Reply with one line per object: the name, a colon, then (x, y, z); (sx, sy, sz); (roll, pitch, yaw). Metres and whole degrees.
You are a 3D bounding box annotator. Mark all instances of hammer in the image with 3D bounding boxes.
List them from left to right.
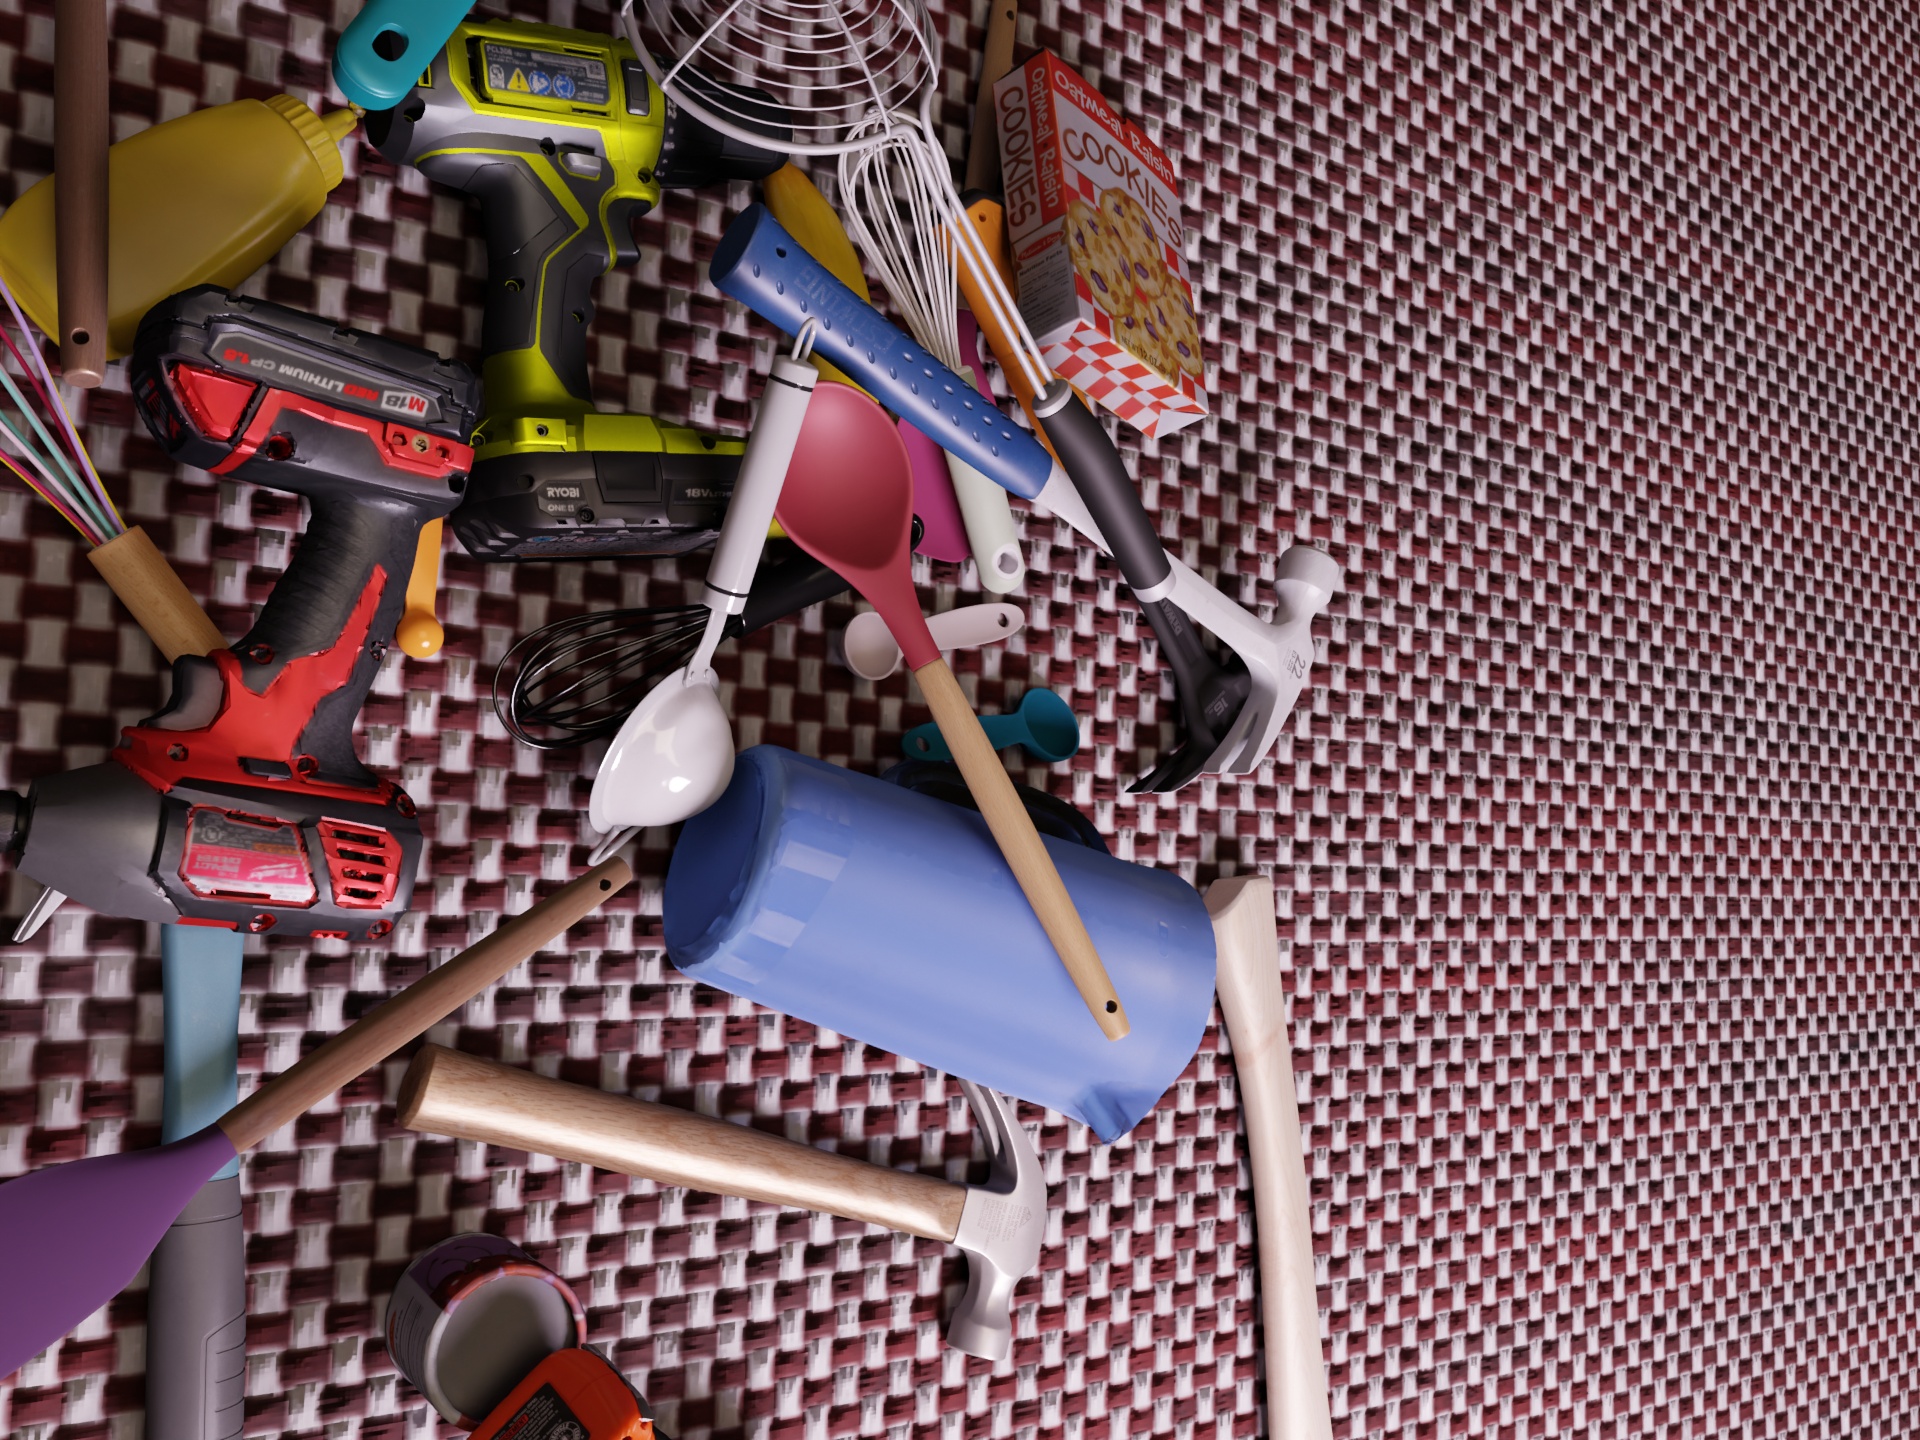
hammer: (-0.287, 0.187, 0.604); (0.128, 0.033, 0.331); (2, 85, -35)
hammer: (-0.094, 0.203, 0.734); (0.331, 0.031, 0.130); (24, 74, -30)
hammer: (0.045, -0.110, 0.788); (0.405, 0.035, 0.144); (31, 70, -33)
hammer: (0.069, -0.122, 0.855); (0.127, 0.034, 0.336); (-43, 113, -31)
hammer: (0.193, 0.294, 0.919); (0.146, 0.038, 0.410); (-5, 89, -36)

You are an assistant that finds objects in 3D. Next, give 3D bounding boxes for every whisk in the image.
whisk: (-0.333, -0.084, 0.591); (0.244, 0.051, 0.047); (60, 43, -21)
whisk: (-0.108, -0.052, 0.737); (0.239, 0.055, 0.055); (-30, 103, -34)
whisk: (-0.009, -0.181, 0.795); (0.058, 0.059, 0.246); (-23, 108, -23)

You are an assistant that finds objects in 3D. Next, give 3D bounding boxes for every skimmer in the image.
skimmer: (-0.008, -0.190, 0.708); (0.127, 0.090, 0.362); (-57, 131, -28)

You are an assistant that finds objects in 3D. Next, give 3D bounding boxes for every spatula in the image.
spatula: (-0.254, 0.139, 0.600); (0.316, 0.018, 0.059); (-35, 106, -32)

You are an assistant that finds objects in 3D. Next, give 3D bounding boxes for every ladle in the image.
ladle: (-0.001, -0.002, 0.698); (0.069, 0.031, 0.315); (-27, 89, -18)

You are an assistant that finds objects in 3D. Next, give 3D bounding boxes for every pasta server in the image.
pasta server: (-0.323, -0.271, 0.581); (0.060, 0.040, 0.316); (-3, 75, -20)

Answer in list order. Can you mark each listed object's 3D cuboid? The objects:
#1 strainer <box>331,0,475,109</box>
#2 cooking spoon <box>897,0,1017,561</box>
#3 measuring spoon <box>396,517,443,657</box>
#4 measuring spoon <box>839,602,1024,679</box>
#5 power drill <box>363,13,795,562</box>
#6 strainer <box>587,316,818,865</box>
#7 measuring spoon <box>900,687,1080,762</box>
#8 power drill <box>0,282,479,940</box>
strainer: (-0.178, -0.364, 0.676); (0.210, 0.095, 0.340); (36, 62, -25)
cooking spoon: (0.005, -0.240, 0.846); (0.068, 0.017, 0.319); (13, 79, -32)
measuring spoon: (-0.229, -0.085, 0.678); (0.021, 0.011, 0.117); (2, 85, -34)
measuring spoon: (-0.015, -0.044, 0.822); (0.124, 0.018, 0.034); (-14, 94, -41)
power drill: (-0.151, -0.190, 0.702); (0.190, 0.080, 0.228); (-5, 87, -35)
strainer: (-0.101, -0.044, 0.670); (0.087, 0.050, 0.258); (-19, 131, -68)
measuring spoon: (0.012, 0.009, 0.816); (0.128, 0.021, 0.042); (-8, 71, -45)
power drill: (-0.260, -0.034, 0.578); (0.143, 0.078, 0.220); (12, 83, -35)
